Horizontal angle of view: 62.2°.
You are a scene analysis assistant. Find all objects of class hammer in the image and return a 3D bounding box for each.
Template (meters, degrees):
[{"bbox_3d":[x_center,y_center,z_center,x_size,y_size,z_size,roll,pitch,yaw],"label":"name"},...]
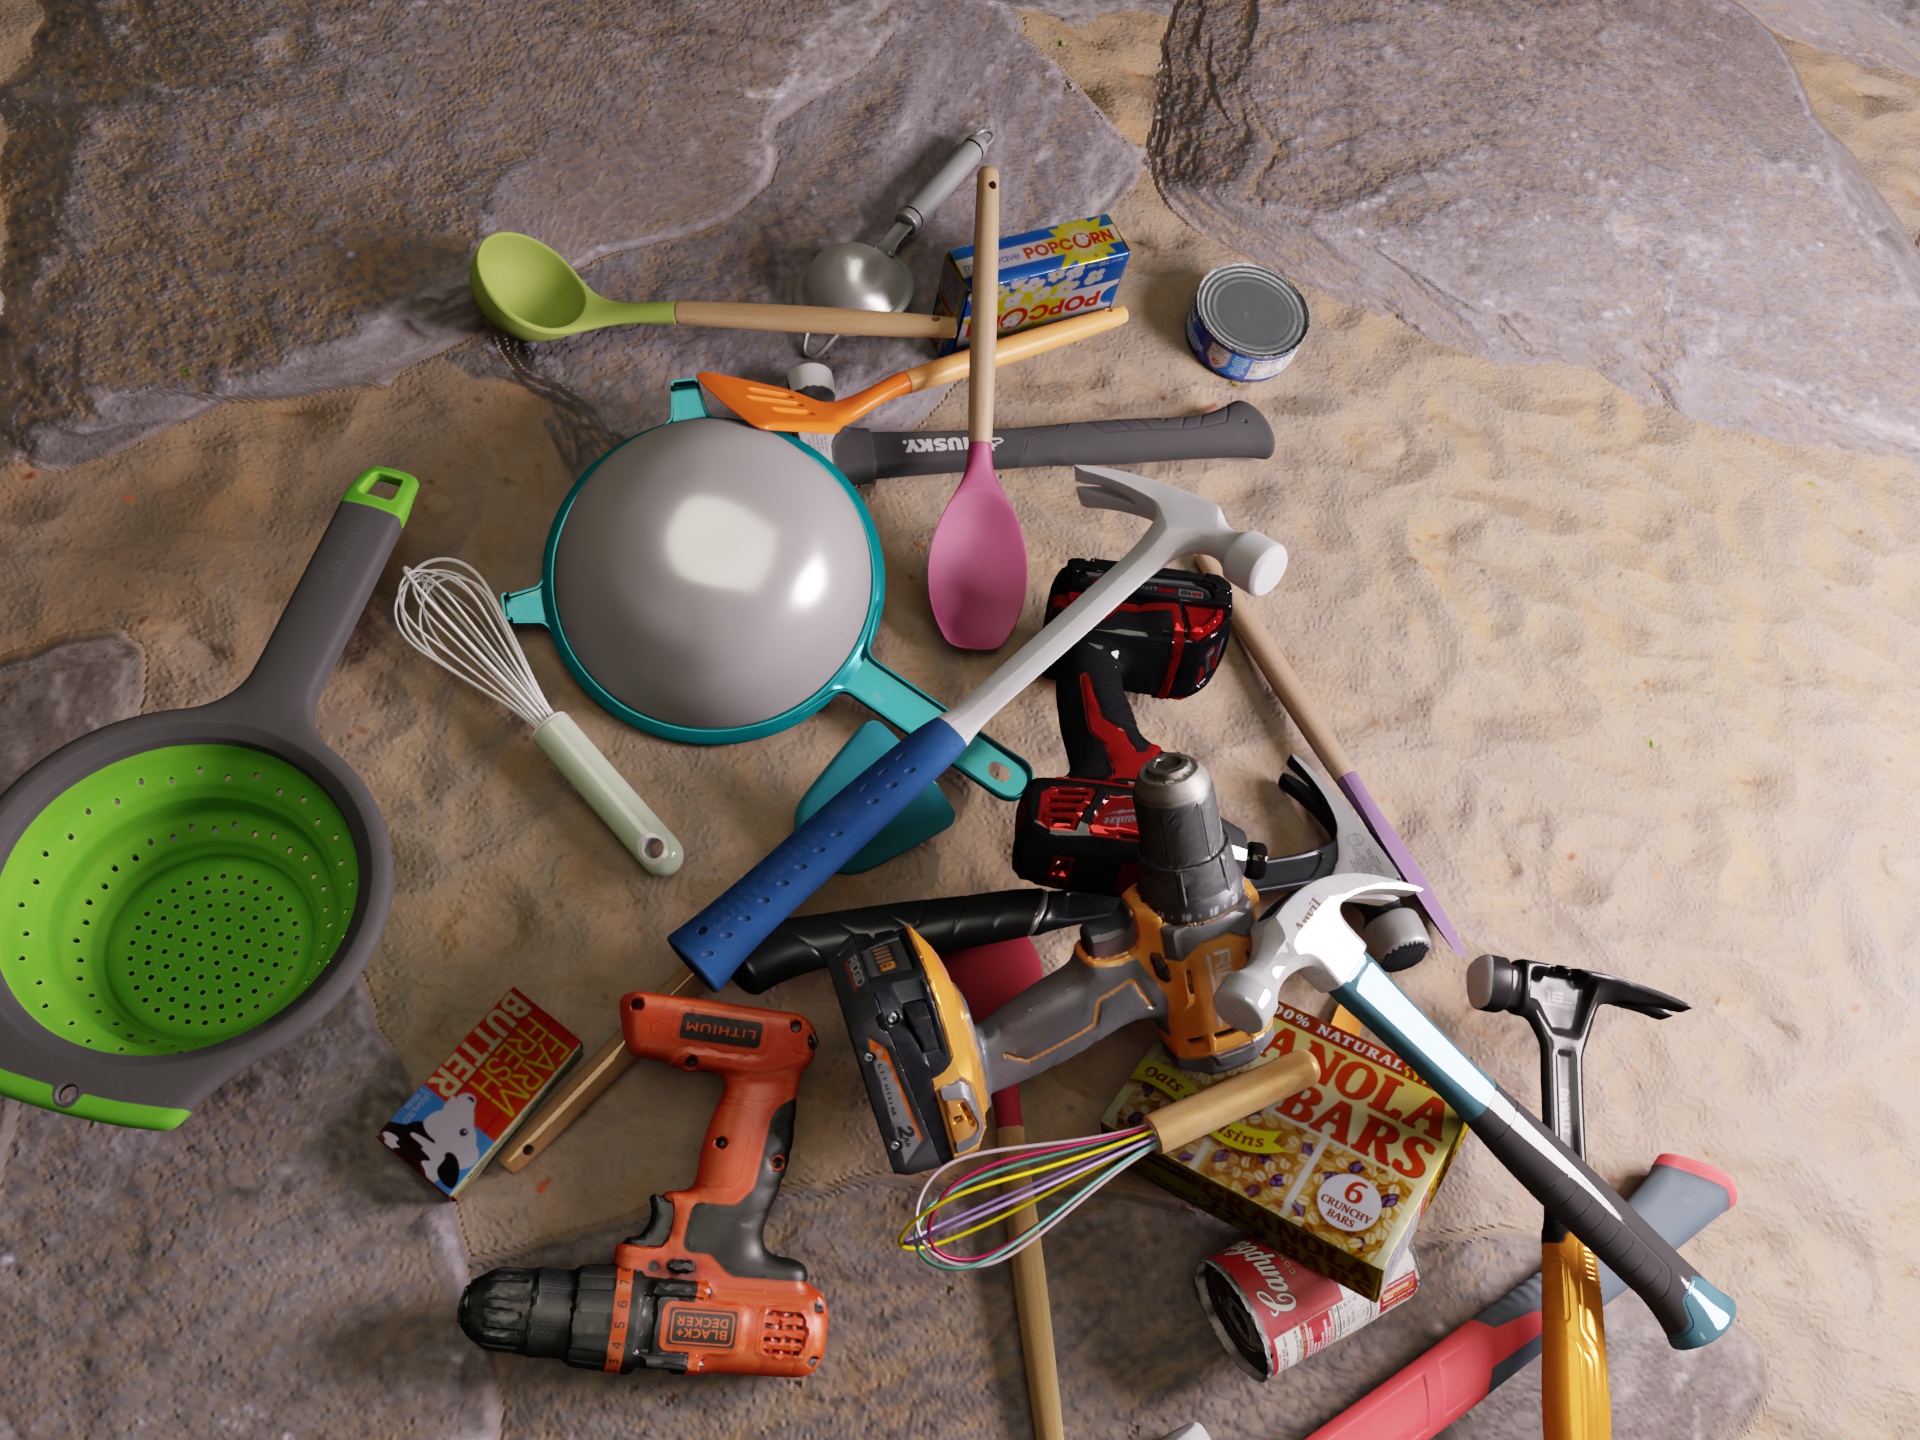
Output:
[{"bbox_3d":[0.055,-0.182,1.083,0.334,0.035,0.146,-5,66,-13],"label":"hammer"},{"bbox_3d":[0.063,0.104,0.924,0.409,0.036,0.149,-6,50,-15],"label":"hammer"},{"bbox_3d":[-0.001,-0.003,0.897,0.405,0.035,0.144,-42,55,-18],"label":"hammer"},{"bbox_3d":[0.292,0.364,0.871,0.386,0.038,0.143,-25,73,-20],"label":"hammer"},{"bbox_3d":[0.279,0.209,0.827,0.331,0.033,0.128,44,58,-4],"label":"hammer"},{"bbox_3d":[0.340,0.300,0.869,0.127,0.034,0.337,11,66,-6],"label":"hammer"}]

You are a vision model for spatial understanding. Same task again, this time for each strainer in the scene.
[{"bbox_3d":[-0.096,-0.060,0.944,0.340,0.095,0.211,34,77,4],"label":"strainer"},{"bbox_3d":[-0.043,-0.357,1.145,0.087,0.050,0.258,24,59,17],"label":"strainer"}]

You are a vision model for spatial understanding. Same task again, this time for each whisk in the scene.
[{"bbox_3d":[-0.248,-0.002,0.938,0.058,0.059,0.246,-42,83,-5],"label":"whisk"},{"bbox_3d":[0.081,0.222,0.822,0.245,0.051,0.047,-19,114,-17],"label":"whisk"}]

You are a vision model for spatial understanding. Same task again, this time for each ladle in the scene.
[{"bbox_3d":[0.029,0.252,0.882,0.069,0.031,0.316,-4,68,-10],"label":"ladle"},{"bbox_3d":[-0.162,-0.277,1.047,0.320,0.062,0.078,4,54,2],"label":"ladle"}]

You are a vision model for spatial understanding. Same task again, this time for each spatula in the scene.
[{"bbox_3d":[-0.016,-0.238,1.054,0.322,0.041,0.081,-24,46,-26],"label":"spatula"},{"bbox_3d":[0.235,0.016,1.024,0.018,0.059,0.316,-36,67,16],"label":"spatula"},{"bbox_3d":[-0.135,0.132,0.896,0.317,0.044,0.082,-46,107,-23],"label":"spatula"}]

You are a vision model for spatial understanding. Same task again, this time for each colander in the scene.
[{"bbox_3d":[-0.382,0.035,0.871,0.204,0.094,0.397,16,59,-3],"label":"colander"}]

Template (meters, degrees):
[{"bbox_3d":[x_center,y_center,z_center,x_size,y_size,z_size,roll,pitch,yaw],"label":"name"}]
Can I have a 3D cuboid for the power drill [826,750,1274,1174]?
[{"bbox_3d":[0.049,0.125,0.829,0.226,0.185,0.084,-18,28,-8],"label":"power drill"}]

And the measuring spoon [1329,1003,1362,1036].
[{"bbox_3d":[0.218,0.204,0.949,0.021,0.011,0.117,38,60,-12],"label":"measuring spoon"}]

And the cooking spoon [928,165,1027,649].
[{"bbox_3d":[0.014,-0.204,1.030,0.068,0.017,0.319,4,84,-21],"label":"cooking spoon"}]

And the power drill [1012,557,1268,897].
[{"bbox_3d":[0.109,0.010,0.946,0.143,0.078,0.220,8,50,0],"label":"power drill"}]
